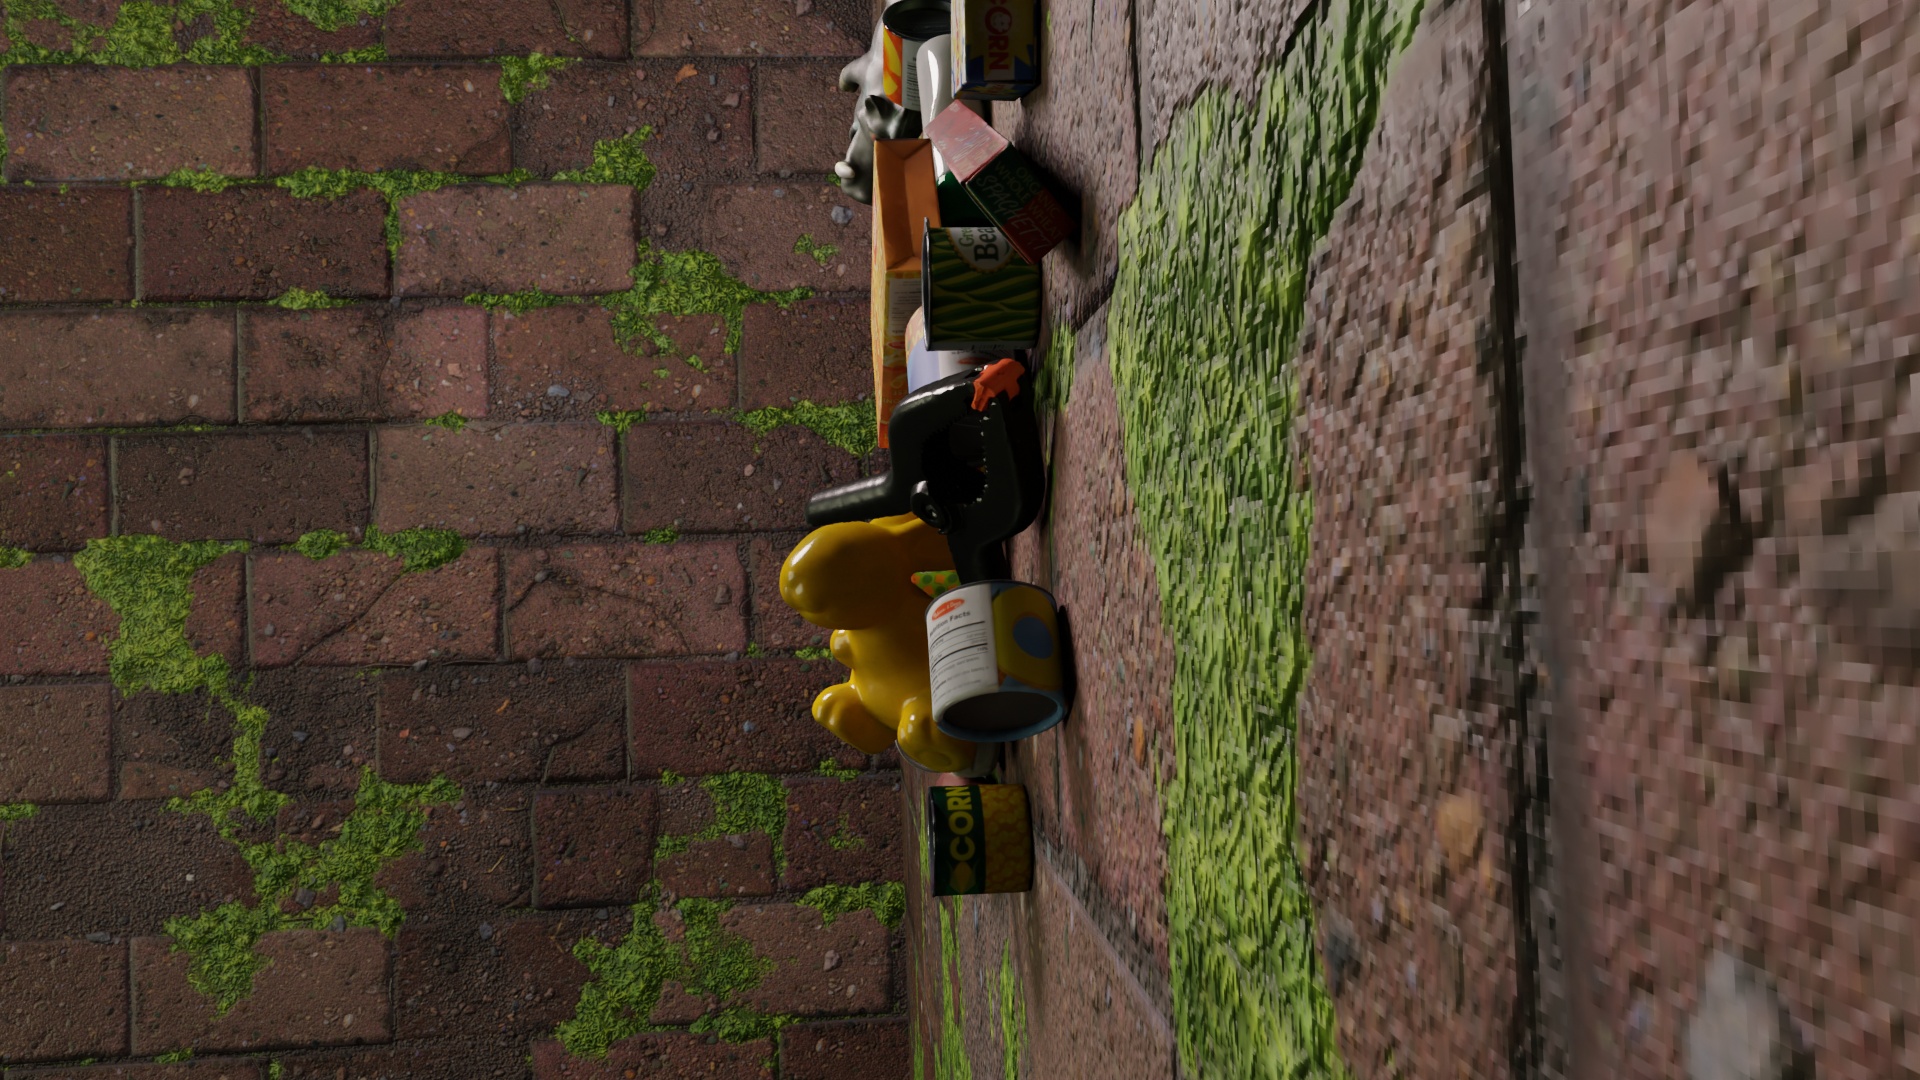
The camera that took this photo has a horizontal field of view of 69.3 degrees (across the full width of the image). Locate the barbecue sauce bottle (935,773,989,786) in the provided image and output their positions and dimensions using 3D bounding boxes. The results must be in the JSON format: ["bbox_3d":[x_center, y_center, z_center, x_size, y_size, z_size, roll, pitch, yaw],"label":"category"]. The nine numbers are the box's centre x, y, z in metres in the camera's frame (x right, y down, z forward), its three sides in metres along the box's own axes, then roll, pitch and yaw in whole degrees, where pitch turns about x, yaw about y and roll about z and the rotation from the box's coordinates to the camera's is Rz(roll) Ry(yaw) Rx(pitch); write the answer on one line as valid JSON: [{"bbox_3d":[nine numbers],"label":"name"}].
[{"bbox_3d":[0.004,0.198,1.016,0.148,0.044,0.065,113,156,-77],"label":"barbecue sauce bottle"}]

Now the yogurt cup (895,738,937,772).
[{"bbox_3d":[-0.019,0.155,1.165,0.054,0.072,0.072,-65,-26,-83],"label":"yogurt cup"}]

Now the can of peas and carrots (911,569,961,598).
[{"bbox_3d":[-0.011,0.040,1.043,0.071,0.059,0.071,-178,86,-85],"label":"can of peas and carrots"}]

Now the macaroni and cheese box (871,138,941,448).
[{"bbox_3d":[-0.036,-0.159,0.916,0.165,0.040,0.124,96,170,-54],"label":"macaroni and cheese box"}]

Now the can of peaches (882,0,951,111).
[{"bbox_3d":[-0.024,-0.358,1.020,0.057,0.071,0.071,93,173,-48],"label":"can of peaches"}]

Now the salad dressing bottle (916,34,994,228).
[{"bbox_3d":[-0.002,-0.269,0.937,0.064,0.044,0.148,105,161,-67],"label":"salad dressing bottle"}]

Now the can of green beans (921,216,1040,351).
[{"bbox_3d":[0.010,-0.135,0.743,0.071,0.058,0.071,-177,86,-85],"label":"can of green beans"}]

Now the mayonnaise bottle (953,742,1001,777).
[{"bbox_3d":[0.003,0.139,1.018,0.148,0.041,0.065,126,144,-81],"label":"mayonnaise bottle"}]

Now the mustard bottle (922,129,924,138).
[{"bbox_3d":[-0.030,-0.287,1.210,0.065,0.049,0.159,-99,9,-53],"label":"mustard bottle"}]

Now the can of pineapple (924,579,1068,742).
[{"bbox_3d":[0.019,0.060,0.677,0.070,0.071,0.058,97,170,-59],"label":"can of pineapple"}]

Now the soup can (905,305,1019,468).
[{"bbox_3d":[0.002,-0.091,0.798,0.084,0.071,0.071,-96,7,-46],"label":"soup can"}]

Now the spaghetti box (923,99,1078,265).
[{"bbox_3d":[0.015,-0.187,0.704,0.050,0.028,0.251,47,-169,-19],"label":"spaghetti box"}]

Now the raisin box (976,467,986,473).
[{"bbox_3d":[0.007,-0.084,0.913,0.086,0.040,0.123,-175,85,-84],"label":"raisin box"}]

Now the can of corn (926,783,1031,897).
[{"bbox_3d":[0.011,0.179,0.840,0.071,0.058,0.071,-177,86,-85],"label":"can of corn"}]

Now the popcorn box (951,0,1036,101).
[{"bbox_3d":[0.016,-0.299,0.725,0.085,0.038,0.126,-115,24,-77],"label":"popcorn box"}]
